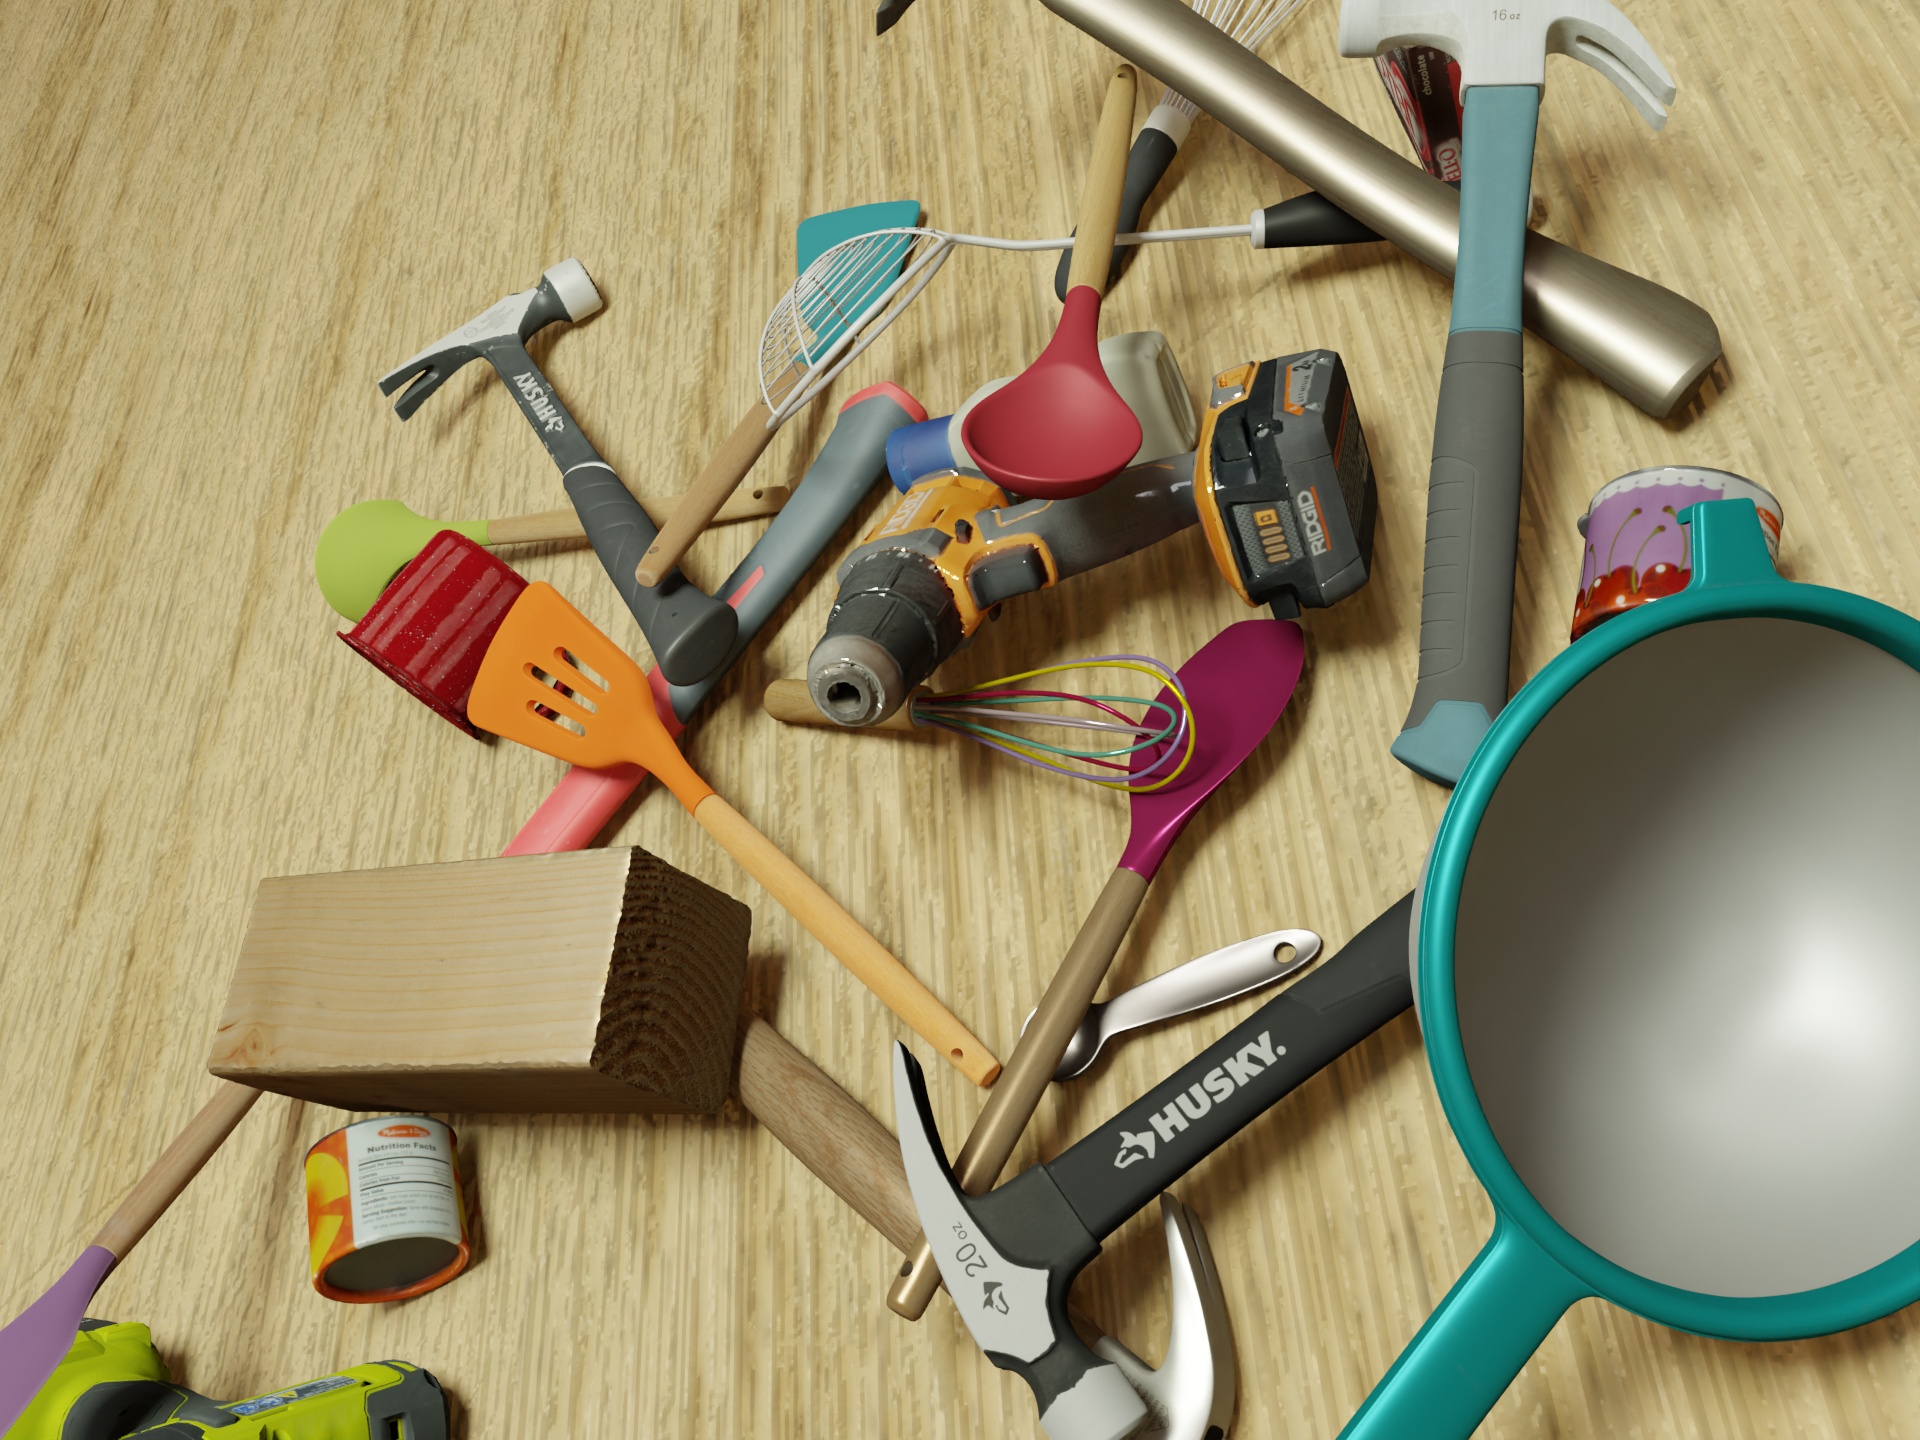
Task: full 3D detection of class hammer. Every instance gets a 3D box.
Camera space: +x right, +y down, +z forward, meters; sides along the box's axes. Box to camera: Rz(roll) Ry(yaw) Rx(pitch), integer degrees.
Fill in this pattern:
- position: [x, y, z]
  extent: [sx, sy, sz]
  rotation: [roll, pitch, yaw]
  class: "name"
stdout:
- position: [0.142, -0.255, 0.700]
  extent: [0.146, 0.038, 0.411]
  rotation: [-38, 67, -22]
  class: "hammer"
- position: [0.130, 0.092, 0.550]
  extent: [0.335, 0.035, 0.146]
  rotation: [-36, 64, -6]
  class: "hammer"
- position: [-0.134, -0.009, 0.793]
  extent: [0.143, 0.038, 0.386]
  rotation: [32, 81, 37]
  class: "hammer"
- position: [0.202, -0.135, 0.619]
  extent: [0.128, 0.033, 0.331]
  rotation: [4, 82, 15]
  class: "hammer"
- position: [-0.030, 0.178, 0.625]
  extent: [0.332, 0.031, 0.130]
  rotation: [32, 81, 39]
  class: "hammer"
- position: [-0.215, -0.140, 0.877]
  extent: [0.149, 0.036, 0.409]
  rotation: [-31, 45, -8]
  class: "hammer"

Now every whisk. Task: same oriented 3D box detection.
- position: [-0.001, 0.000, 0.699]
  extent: [0.245, 0.047, 0.051]
  rotation: [4, 42, 42]
  class: "whisk"
- position: [0.124, -0.337, 0.839]
  extent: [0.070, 0.070, 0.284]
  rotation: [23, 80, 37]
  class: "whisk"

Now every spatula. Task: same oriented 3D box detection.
- position: [-0.101, -0.180, 0.841]
  extent: [0.082, 0.044, 0.318]
  rotation: [-1, 42, 25]
  class: "spatula"
- position: [-0.104, 0.053, 0.704]
  extent: [0.323, 0.041, 0.081]
  rotation: [39, 106, 28]
  class: "spatula"
- position: [-0.358, 0.215, 0.688]
  extent: [0.060, 0.018, 0.316]
  rotation: [-13, 22, 14]
  class: "spatula"

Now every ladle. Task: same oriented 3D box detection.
- position: [-0.239, -0.105, 0.916]
  extent: [0.320, 0.062, 0.078]
  rotation: [-4, 64, 20]
  class: "ladle"
- position: [0.055, -0.197, 0.682]
  extent: [0.069, 0.031, 0.316]
  rotation: [8, 51, 6]
  class: "ladle"

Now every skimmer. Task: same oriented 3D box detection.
- position: [0.080, -0.197, 0.753]
  extent: [0.363, 0.090, 0.127]
  rotation: [-3, 17, 7]
  class: "skimmer"

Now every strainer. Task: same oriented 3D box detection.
- position: [0.180, 0.116, 0.476]
  extent: [0.340, 0.211, 0.095]
  rotation: [-50, 6, -6]
  class: "strainer"

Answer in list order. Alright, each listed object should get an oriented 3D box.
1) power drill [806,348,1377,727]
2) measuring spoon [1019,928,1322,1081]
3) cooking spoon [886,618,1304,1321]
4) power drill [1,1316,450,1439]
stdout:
- position: [0.049, -0.070, 0.659]
  extent: [0.226, 0.084, 0.185]
  rotation: [-12, 24, 23]
  class: "power drill"
- position: [0.083, 0.110, 0.618]
  extent: [0.124, 0.018, 0.034]
  rotation: [-23, 52, 8]
  class: "measuring spoon"
- position: [0.055, 0.082, 0.617]
  extent: [0.069, 0.017, 0.319]
  rotation: [4, 54, 47]
  class: "cooking spoon"
- position: [-0.347, 0.299, 0.644]
  extent: [0.223, 0.171, 0.080]
  rotation: [-8, 80, 31]
  class: "power drill"
